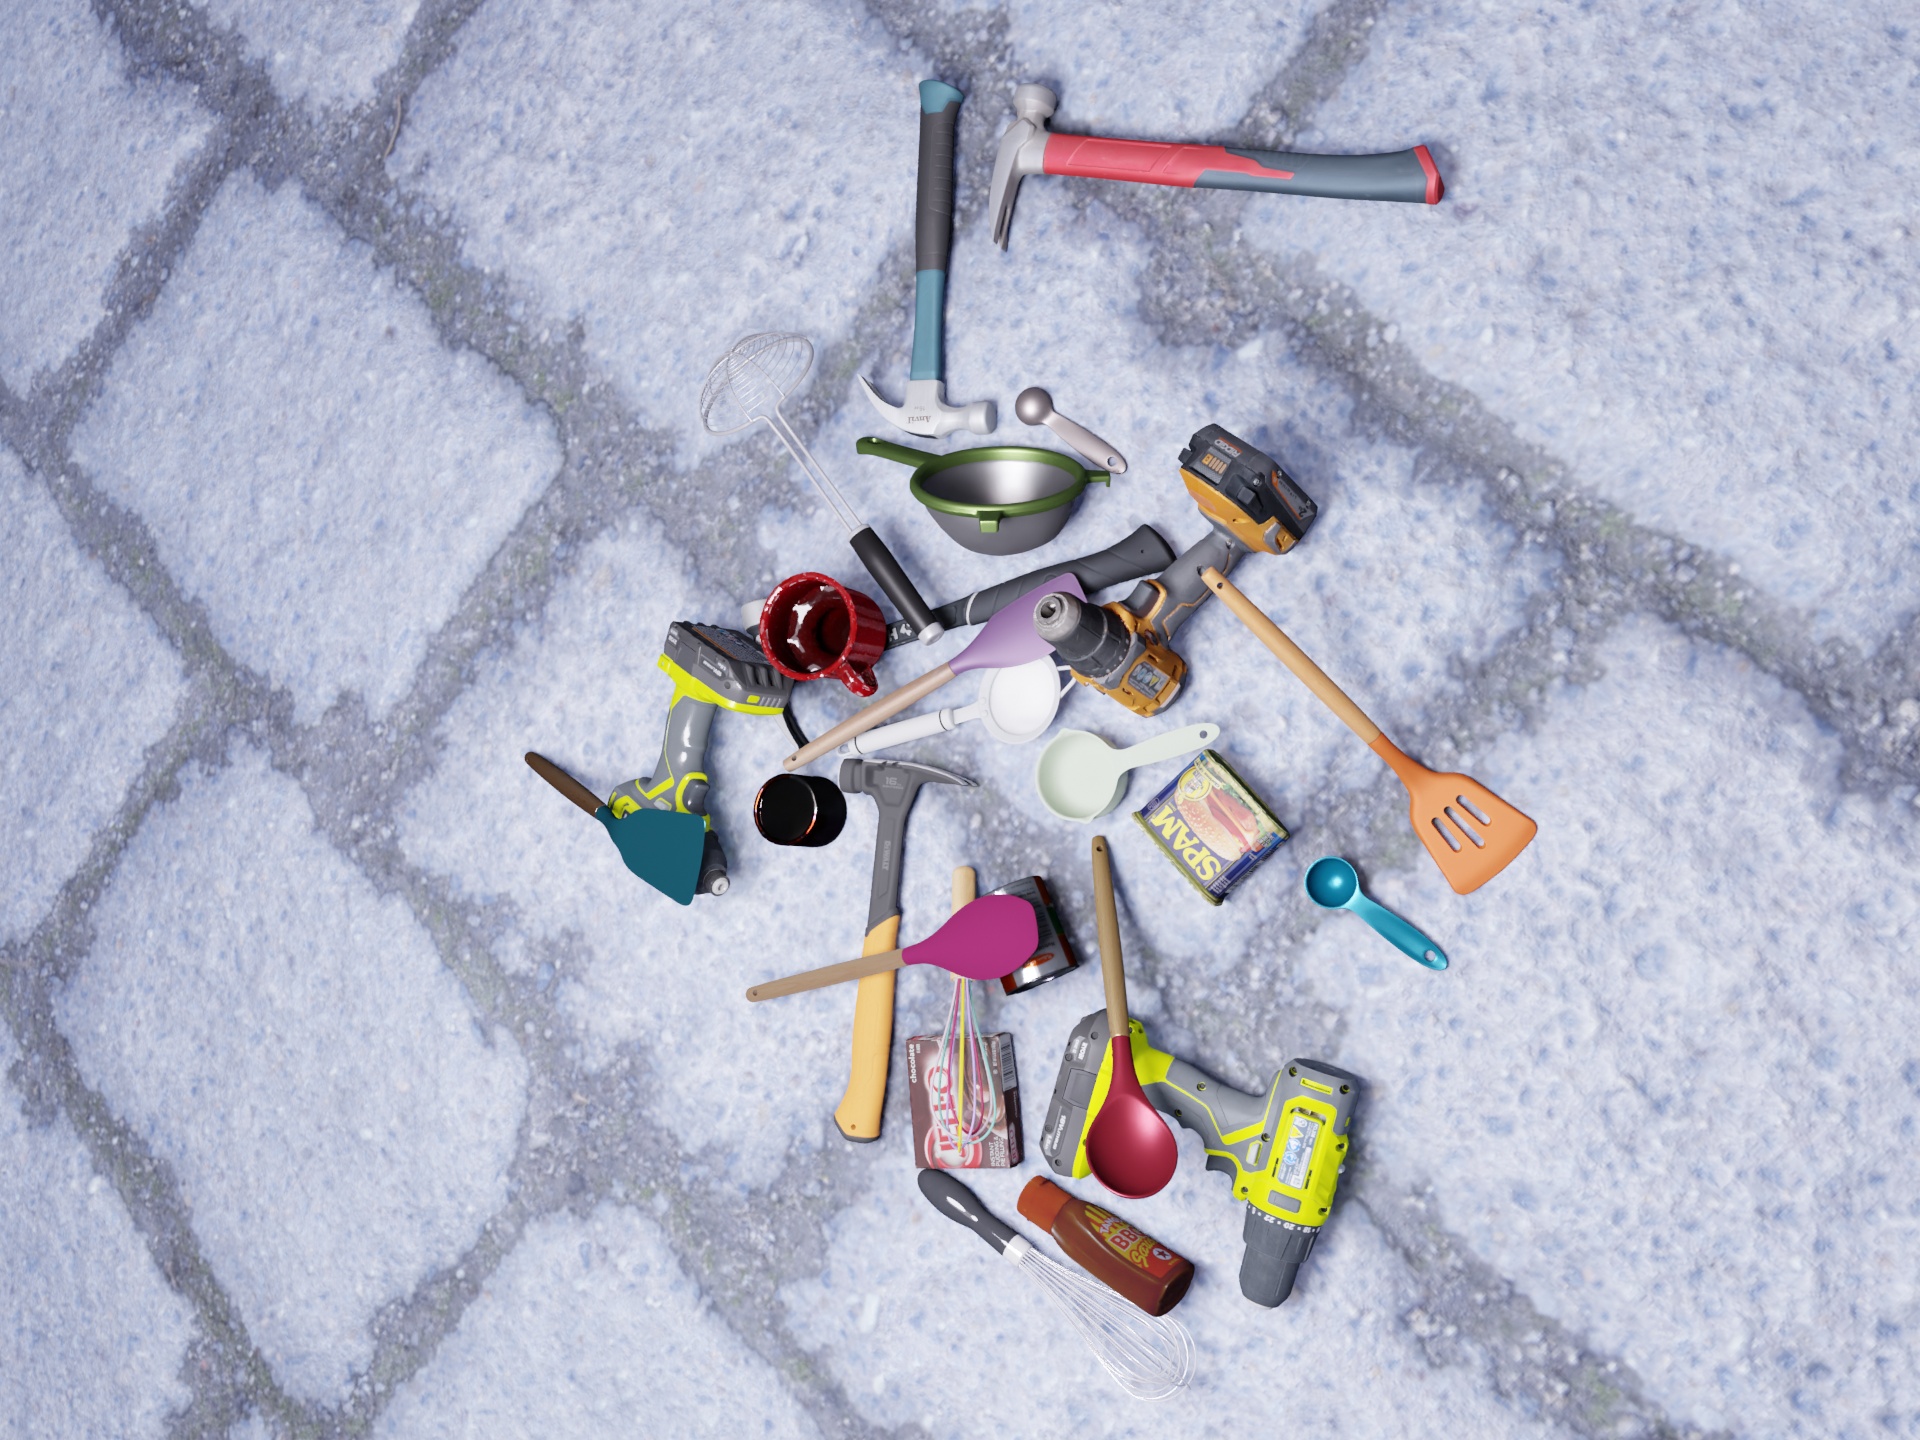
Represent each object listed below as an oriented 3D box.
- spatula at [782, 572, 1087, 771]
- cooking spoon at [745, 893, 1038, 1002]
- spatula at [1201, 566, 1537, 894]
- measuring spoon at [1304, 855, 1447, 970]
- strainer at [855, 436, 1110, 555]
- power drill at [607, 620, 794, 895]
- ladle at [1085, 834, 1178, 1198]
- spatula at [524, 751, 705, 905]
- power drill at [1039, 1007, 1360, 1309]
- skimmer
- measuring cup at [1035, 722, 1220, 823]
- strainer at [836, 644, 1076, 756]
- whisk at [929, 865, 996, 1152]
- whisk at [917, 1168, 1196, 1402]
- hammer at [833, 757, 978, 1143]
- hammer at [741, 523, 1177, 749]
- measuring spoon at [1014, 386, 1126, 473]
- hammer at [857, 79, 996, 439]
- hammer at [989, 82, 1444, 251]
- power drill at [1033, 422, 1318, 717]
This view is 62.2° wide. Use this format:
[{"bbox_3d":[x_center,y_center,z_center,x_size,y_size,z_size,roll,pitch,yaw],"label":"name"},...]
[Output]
[{"bbox_3d":[-0.026,-0.031,1.383,0.316,0.018,0.060,-29,67,18],"label":"spatula"},{"bbox_3d":[-0.066,0.208,1.366,0.319,0.017,0.069,-19,70,33],"label":"cooking spoon"},{"bbox_3d":[0.304,-0.002,1.225,0.322,0.041,0.081,43,104,-6],"label":"spatula"},{"bbox_3d":[0.329,0.154,1.254,0.129,0.021,0.042,38,101,12],"label":"measuring spoon"},{"bbox_3d":[-0.003,-0.195,1.392,0.257,0.151,0.069,24,128,42],"label":"strainer"},{"bbox_3d":[-0.235,0.037,1.439,0.171,0.080,0.223,33,109,42],"label":"power drill"},{"bbox_3d":[0.123,0.227,1.257,0.069,0.031,0.316,-2,54,-2],"label":"ladle"},{"bbox_3d":[-0.332,0.080,1.475,0.318,0.044,0.082,25,108,50],"label":"spatula"},{"bbox_3d":[0.186,0.341,1.264,0.228,0.080,0.190,16,91,21],"label":"power drill"},{"bbox_3d":[-0.117,-0.210,1.443,0.127,0.090,0.363,-37,75,6],"label":"skimmer"},{"bbox_3d":[0.143,0.033,1.323,0.167,0.038,0.083,-20,77,25],"label":"measuring cup"},{"bbox_3d":[-0.002,-0.004,1.395,0.258,0.050,0.087,-16,70,27],"label":"strainer"},{"bbox_3d":[0.003,0.238,1.334,0.051,0.047,0.245,-12,61,24],"label":"whisk"},{"bbox_3d":[0.073,0.460,1.316,0.285,0.070,0.070,31,98,28],"label":"whisk"},{"bbox_3d":[-0.064,0.204,1.406,0.127,0.034,0.337,5,88,25],"label":"hammer"},{"bbox_3d":[-0.005,-0.088,1.406,0.409,0.036,0.149,-16,80,21],"label":"hammer"},{"bbox_3d":[0.095,-0.252,1.385,0.124,0.018,0.034,39,100,21],"label":"measuring spoon"},{"bbox_3d":[-0.025,-0.419,1.444,0.128,0.033,0.331,1,85,22],"label":"hammer"},{"bbox_3d":[0.208,-0.453,1.344,0.386,0.038,0.143,14,92,24],"label":"hammer"},{"bbox_3d":[0.163,-0.120,1.256,0.226,0.185,0.084,-53,52,8],"label":"power drill"}]
